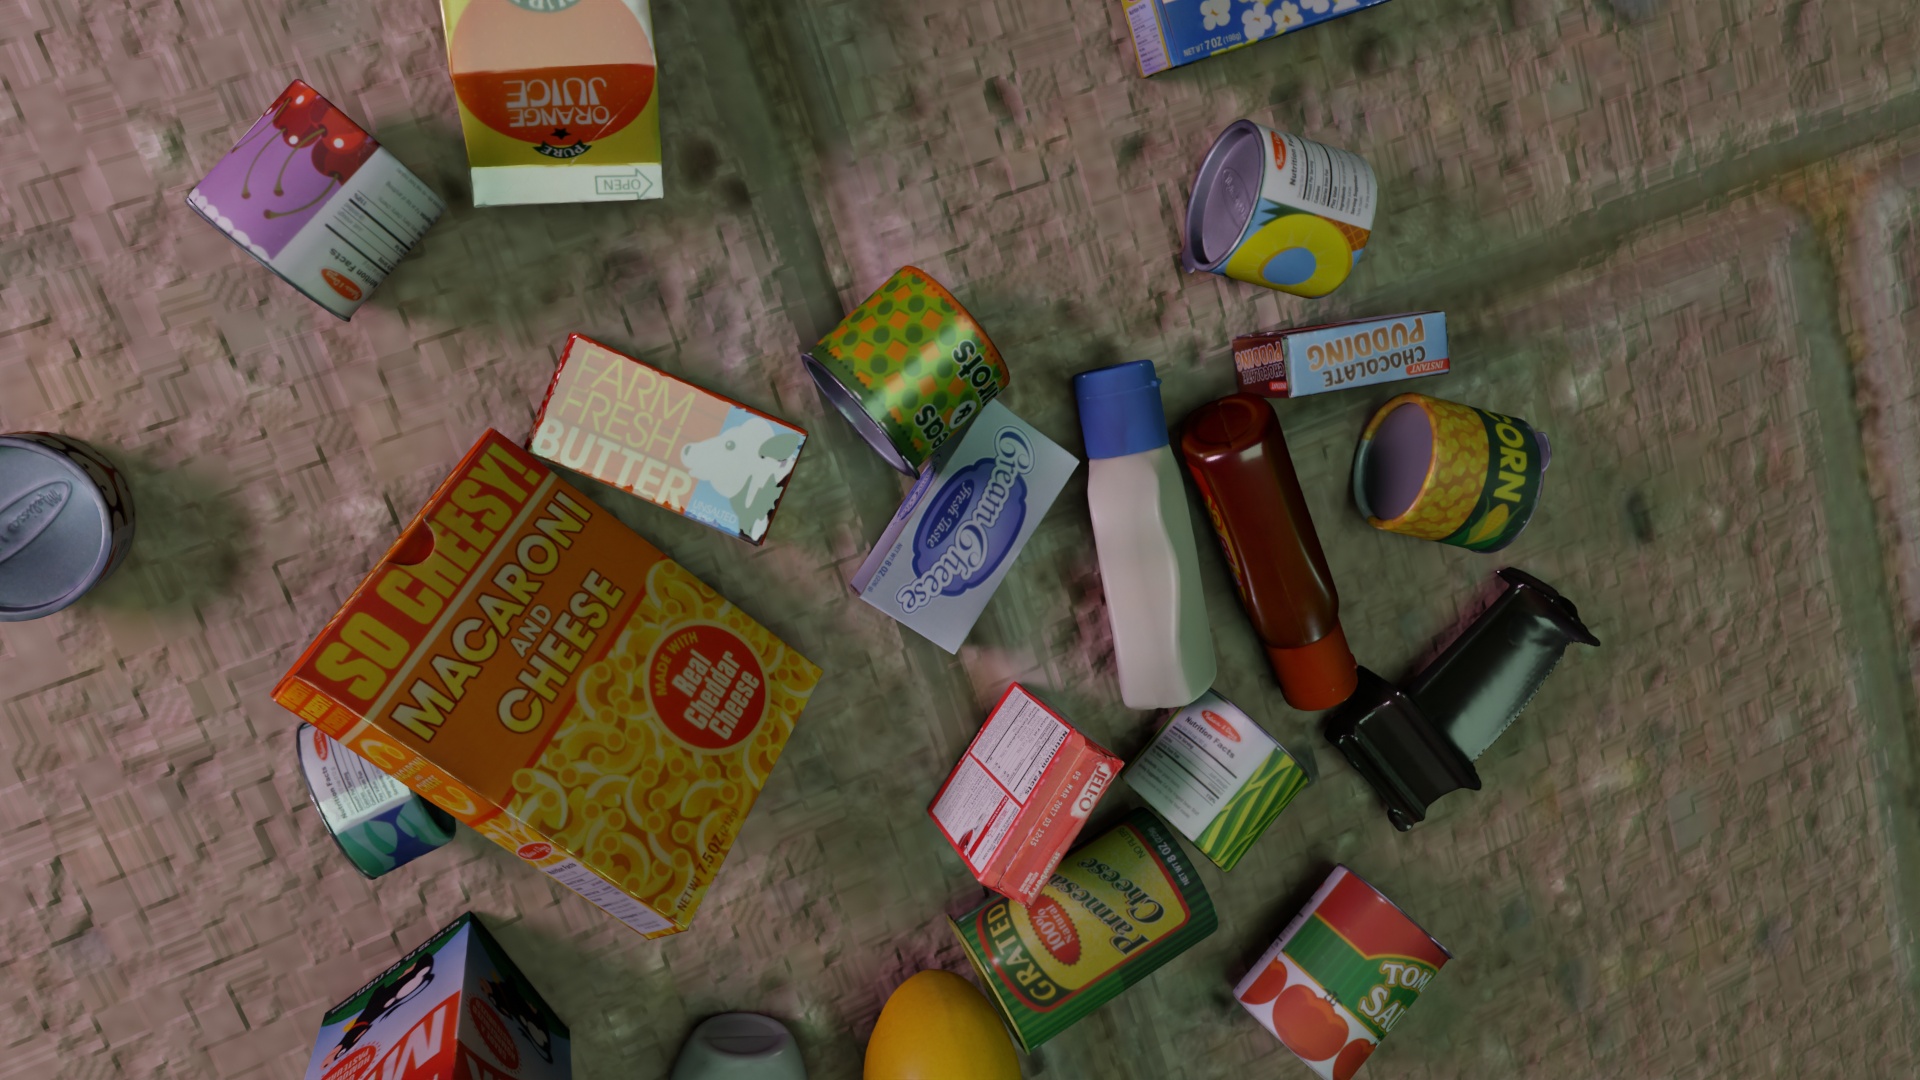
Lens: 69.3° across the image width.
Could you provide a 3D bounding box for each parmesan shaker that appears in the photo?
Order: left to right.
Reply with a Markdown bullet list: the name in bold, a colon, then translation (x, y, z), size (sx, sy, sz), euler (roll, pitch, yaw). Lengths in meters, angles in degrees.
- **parmesan shaker**: translation (0.055, 0.172, 0.628), size (0.103, 0.071, 0.071), euler (-30, 105, -11)

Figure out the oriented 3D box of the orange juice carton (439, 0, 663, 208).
- **orange juice carton**: translation (-0.155, -0.220, 0.505), size (0.072, 0.073, 0.192), euler (-8, 100, -15)

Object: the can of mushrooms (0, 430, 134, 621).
- **can of mushrooms**: translation (-0.341, -0.008, 0.502), size (0.071, 0.033, 0.071), euler (-3, 99, -16)

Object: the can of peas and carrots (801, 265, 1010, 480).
- **can of peas and carrots**: translation (-0.020, -0.068, 0.568), size (0.059, 0.071, 0.071), euler (-43, 107, -7)

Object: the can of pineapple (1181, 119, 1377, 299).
- **can of pineapple**: translation (0.138, -0.143, 0.608), size (0.058, 0.071, 0.071), euler (11, 95, -18)

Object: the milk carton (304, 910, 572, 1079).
- **milk carton**: translation (-0.187, 0.216, 0.496), size (0.072, 0.191, 0.073), euler (-35, 106, -8)

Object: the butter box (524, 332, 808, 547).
- **butter box**: translation (-0.119, -0.041, 0.567), size (0.103, 0.024, 0.053), euler (23, 92, -18)

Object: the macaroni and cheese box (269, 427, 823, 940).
- **macaroni and cheese box**: translation (-0.149, 0.054, 0.533), size (0.166, 0.040, 0.124), euler (39, 52, -18)

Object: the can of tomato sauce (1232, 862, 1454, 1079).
- **can of tomato sauce**: translation (0.184, 0.210, 0.668), size (0.071, 0.071, 0.083), euler (43, 86, -18)

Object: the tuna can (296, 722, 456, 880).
- **tuna can**: translation (-0.223, 0.094, 0.536), size (0.033, 0.071, 0.071), euler (-25, 104, -12)

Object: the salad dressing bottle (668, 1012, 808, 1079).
- **salad dressing bottle**: translation (-0.101, 0.286, 0.609), size (0.064, 0.044, 0.147), euler (4, 98, -16)

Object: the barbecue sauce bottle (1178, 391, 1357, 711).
- **barbecue sauce bottle**: translation (0.144, 0.009, 0.634), size (0.043, 0.065, 0.148), euler (-20, 113, 13)

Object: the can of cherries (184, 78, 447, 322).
- **can of cherries**: translation (-0.232, -0.124, 0.501), size (0.071, 0.071, 0.058), euler (40, 86, -18)

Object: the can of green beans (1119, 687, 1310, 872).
- **can of green beans**: translation (0.116, 0.109, 0.635), size (0.071, 0.071, 0.058), euler (44, 86, -17)

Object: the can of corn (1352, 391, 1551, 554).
- **can of corn**: translation (0.227, -0.033, 0.645), size (0.058, 0.071, 0.071), euler (11, 95, -17)

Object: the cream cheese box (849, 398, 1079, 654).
- **cream cheese box**: translation (0.002, -0.008, 0.607), size (0.053, 0.024, 0.104), euler (33, 88, -19)

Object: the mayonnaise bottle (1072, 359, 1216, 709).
- **mayonnaise bottle**: translation (0.080, -0.004, 0.613), size (0.041, 0.065, 0.148), euler (-9, 98, 22)

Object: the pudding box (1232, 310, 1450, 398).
- **pudding box**: translation (0.173, -0.085, 0.633), size (0.084, 0.049, 0.030), euler (-10, 99, -15)

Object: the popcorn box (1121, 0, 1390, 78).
- **popcorn box**: translation (0.129, -0.261, 0.601), size (0.127, 0.038, 0.085), euler (-21, 104, -13)
